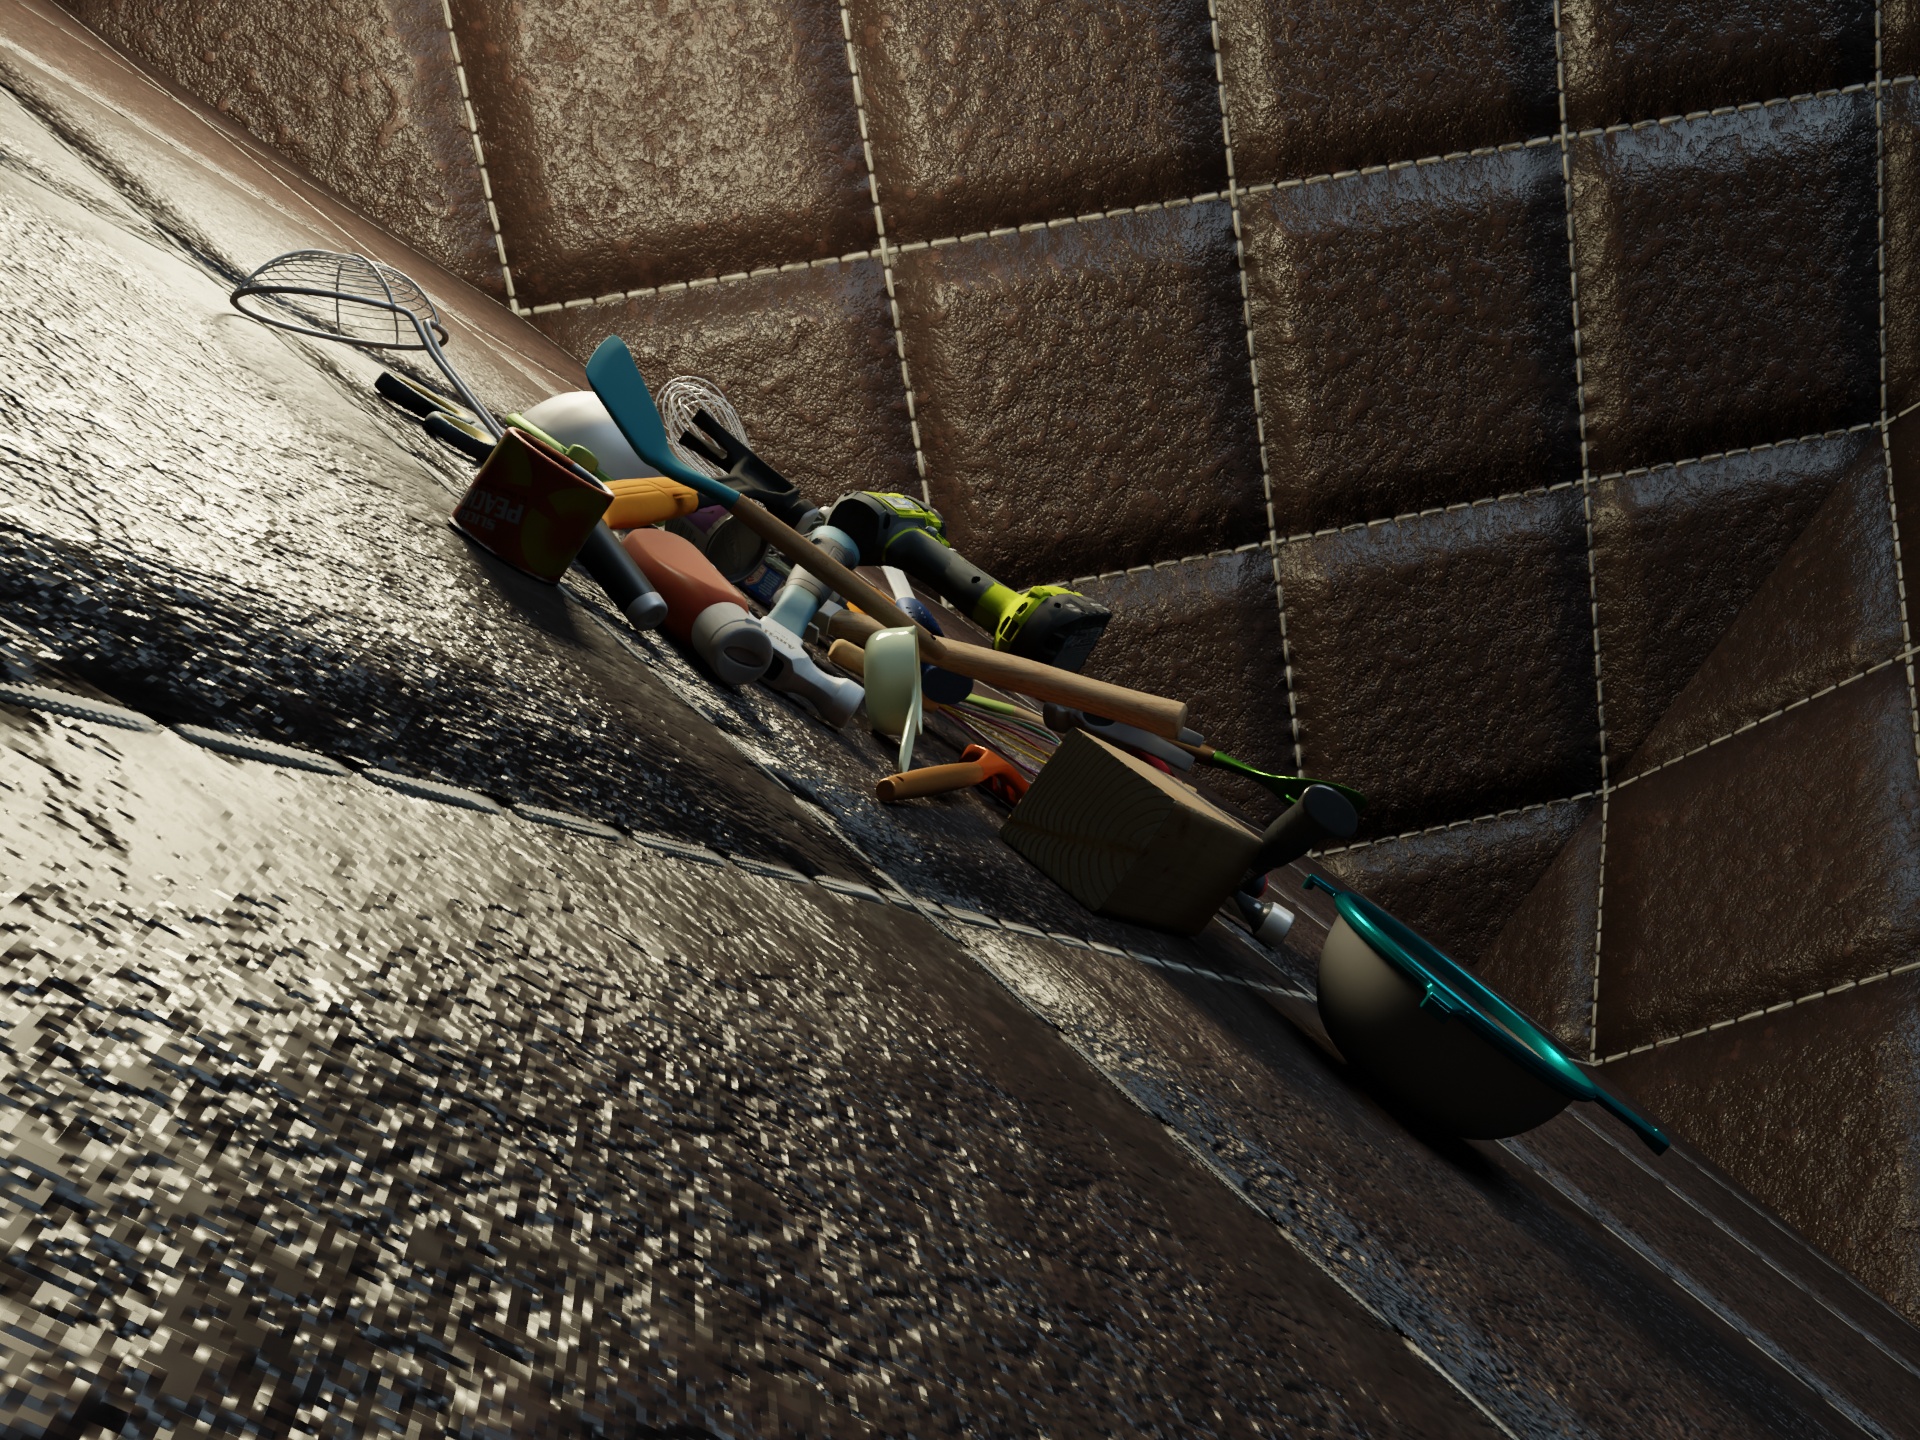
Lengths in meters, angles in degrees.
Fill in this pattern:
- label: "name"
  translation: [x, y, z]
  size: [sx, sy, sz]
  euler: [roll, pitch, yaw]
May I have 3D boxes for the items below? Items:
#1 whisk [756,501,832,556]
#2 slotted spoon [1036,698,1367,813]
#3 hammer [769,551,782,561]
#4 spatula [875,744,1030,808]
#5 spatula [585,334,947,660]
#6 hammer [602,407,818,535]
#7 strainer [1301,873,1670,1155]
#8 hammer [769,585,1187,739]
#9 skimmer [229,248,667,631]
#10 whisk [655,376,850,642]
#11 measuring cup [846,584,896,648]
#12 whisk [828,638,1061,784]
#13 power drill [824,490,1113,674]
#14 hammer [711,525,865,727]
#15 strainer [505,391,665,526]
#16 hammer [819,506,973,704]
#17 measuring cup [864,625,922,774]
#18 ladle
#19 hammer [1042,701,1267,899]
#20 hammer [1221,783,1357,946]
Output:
- label: "whisk"
  translation: [-0.132, -0.178, 1.423]
  size: [0.055, 0.055, 0.239]
  euler: [36, 18, 10]
- label: "slotted spoon"
  translation: [0.195, 0.025, 1.360]
  size: [0.314, 0.031, 0.070]
  euler: [22, -13, 29]
- label: "hammer"
  translation: [-0.232, -0.183, 1.510]
  size: [0.146, 0.035, 0.335]
  euler: [35, 6, -4]
- label: "spatula"
  translation: [-0.003, 0.044, 1.041]
  size: [0.081, 0.041, 0.322]
  euler: [36, 10, 12]
- label: "spatula"
  translation: [-0.130, -0.143, 1.102]
  size: [0.317, 0.044, 0.082]
  euler: [36, 27, -16]
- label: "hammer"
  translation: [-0.208, -0.163, 1.120]
  size: [0.127, 0.034, 0.337]
  euler: [40, 19, 3]
- label: "strainer"
  translation: [0.367, 0.251, 1.116]
  size: [0.340, 0.095, 0.211]
  euler: [35, 8, -22]
- label: "hammer"
  translation: [0.009, -0.044, 1.210]
  size: [0.331, 0.031, 0.130]
  euler: [17, 24, 12]
- label: "skimmer"
  translation: [-0.304, -0.162, 0.950]
  size: [0.363, 0.090, 0.127]
  euler: [48, 15, 20]
- label: "whisk"
  translation: [-0.179, -0.189, 1.447]
  size: [0.284, 0.070, 0.070]
  euler: [55, 3, -9]
- label: "measuring cup"
  translation: [-0.104, -0.106, 1.541]
  size: [0.173, 0.052, 0.095]
  euler: [27, 9, -42]
- label: "whisk"
  translation: [-0.003, -0.004, 1.335]
  size: [0.244, 0.051, 0.047]
  euler: [28, 20, -18]
- label: "power drill"
  translation: [0.010, -0.118, 1.348]
  size: [0.223, 0.080, 0.171]
  euler: [35, 17, 16]
- label: "hammer"
  translation: [-0.111, -0.089, 1.142]
  size: [0.128, 0.033, 0.331]
  euler: [33, 18, -8]
- label: "strainer"
  translation: [-0.280, -0.220, 1.251]
  size: [0.151, 0.069, 0.256]
  euler: [34, -1, -13]
- label: "hammer"
  translation: [-0.042, -0.106, 1.433]
  size: [0.144, 0.035, 0.406]
  euler: [15, 19, -18]
- label: "measuring cup"
  translation: [-0.049, -0.006, 1.069]
  size: [0.038, 0.083, 0.168]
  euler: [-2, 27, 3]
- label: "ladle"
  translation: [0.077, -0.006, 1.471]
  size: [0.320, 0.062, 0.078]
  euler: [24, 12, -2]
- label: "hammer"
  translation: [0.212, 0.084, 1.413]
  size: [0.143, 0.038, 0.385]
  euler: [20, -14, 37]
- label: "hammer"
  translation: [0.239, 0.107, 1.269]
  size: [0.149, 0.036, 0.408]
  euler: [32, -13, 6]
